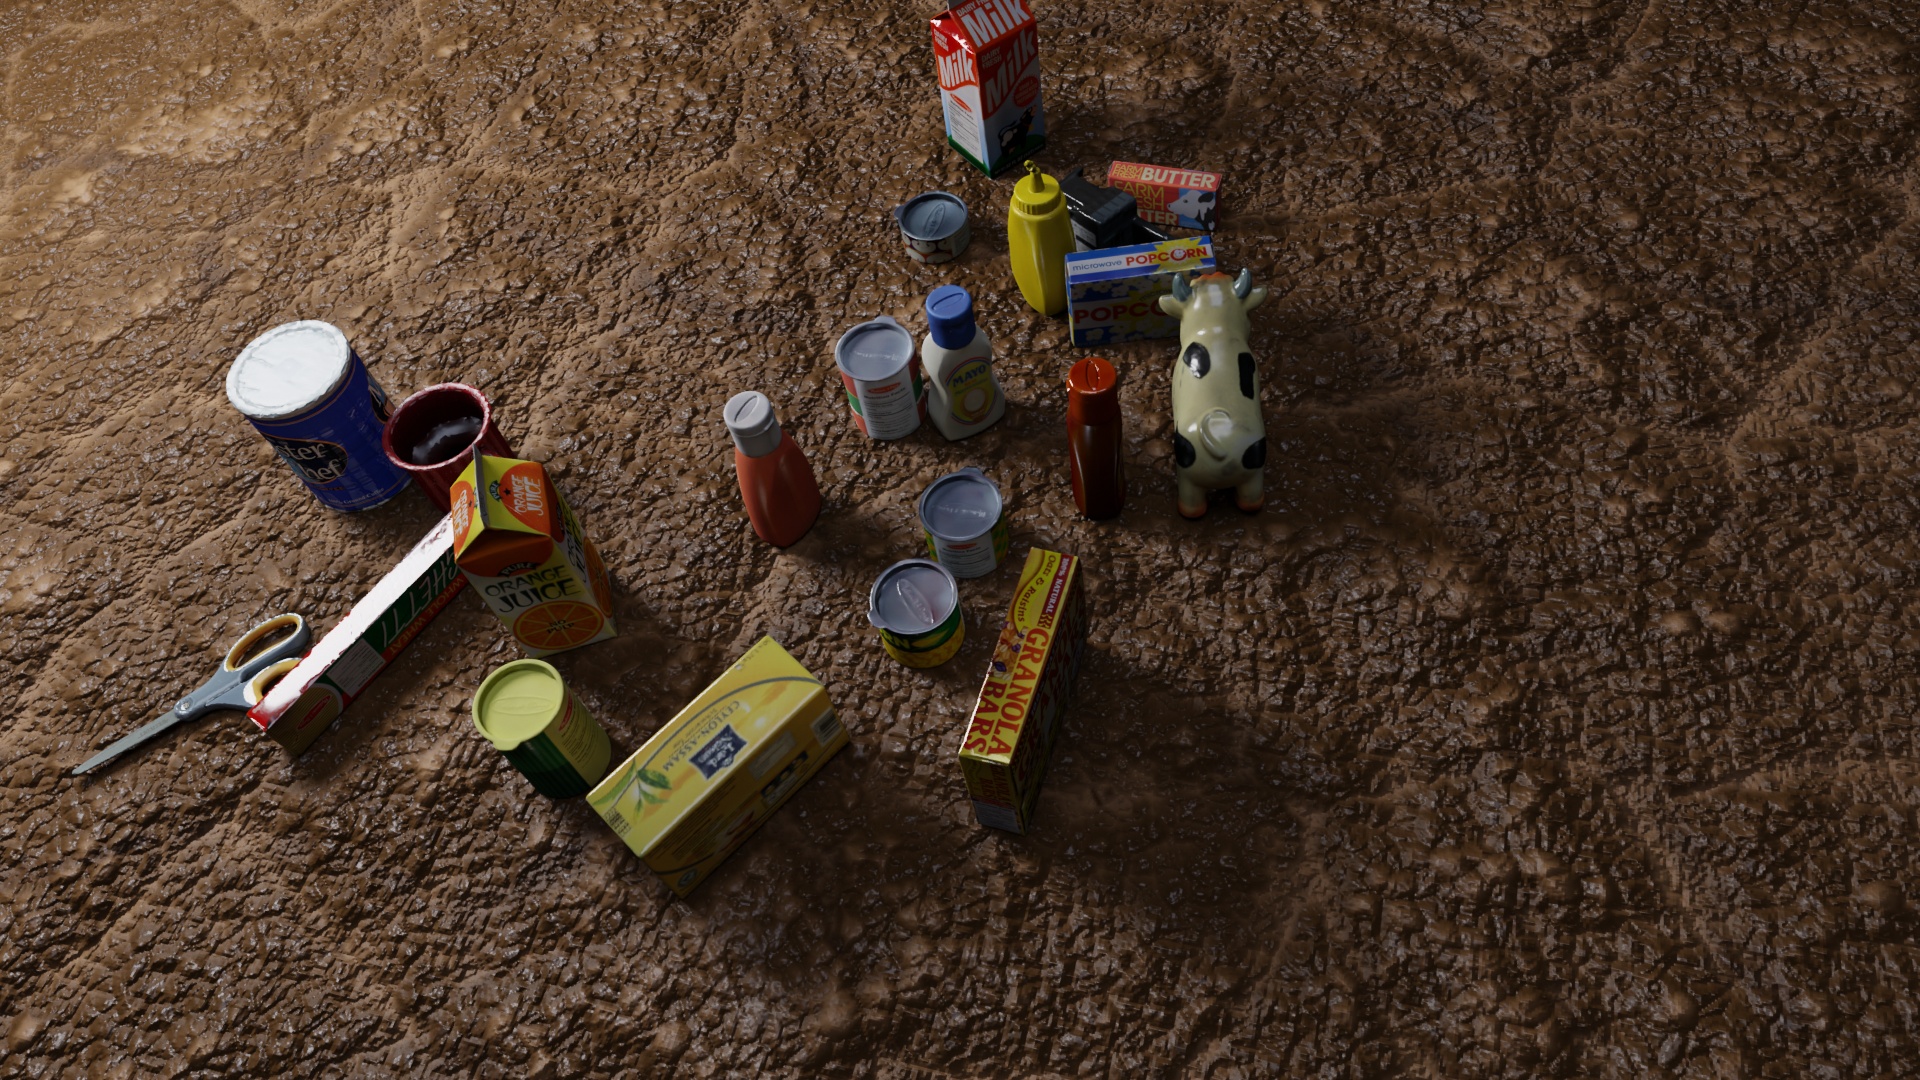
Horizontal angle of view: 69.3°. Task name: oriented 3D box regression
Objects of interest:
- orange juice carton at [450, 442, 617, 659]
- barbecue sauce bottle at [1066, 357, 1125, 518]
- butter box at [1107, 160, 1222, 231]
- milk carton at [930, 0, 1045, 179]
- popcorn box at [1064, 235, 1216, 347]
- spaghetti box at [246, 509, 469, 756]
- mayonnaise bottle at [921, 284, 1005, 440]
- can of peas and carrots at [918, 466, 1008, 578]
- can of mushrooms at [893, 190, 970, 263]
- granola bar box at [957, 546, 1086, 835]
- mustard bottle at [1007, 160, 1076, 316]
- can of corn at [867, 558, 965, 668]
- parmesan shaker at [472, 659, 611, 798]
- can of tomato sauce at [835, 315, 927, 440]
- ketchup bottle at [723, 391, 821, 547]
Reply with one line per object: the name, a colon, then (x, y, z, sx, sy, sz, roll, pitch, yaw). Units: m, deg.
orange juice carton: (-0.329, 0.008, 1.055, 0.073, 0.191, 0.072, -16, 56, -3)
barbecue sauce bottle: (0.105, -0.081, 1.080, 0.044, 0.147, 0.065, -5, 56, 5)
butter box: (0.189, -0.318, 1.284, 0.103, 0.053, 0.024, 12, 59, 15)
milk carton: (0.026, -0.445, 1.309, 0.072, 0.189, 0.073, -35, 59, -14)
popcorn box: (0.155, -0.214, 1.200, 0.127, 0.084, 0.038, -6, 56, 4)
spaghetti box: (-0.461, 0.063, 1.123, 0.029, 0.050, 0.251, 27, 64, 23)
mayonnaise bottle: (-0.001, -0.145, 1.138, 0.065, 0.147, 0.041, -27, 57, -10)
can of peas and carrots: (0.004, -0.014, 1.103, 0.071, 0.058, 0.071, -4, 56, 6)
can of mushrooms: (-0.026, -0.296, 1.311, 0.071, 0.033, 0.071, -4, 56, 6)
granola bar box: (0.049, 0.107, 0.977, 0.039, 0.123, 0.166, 12, 59, 16)
mustard bottle: (0.071, -0.267, 1.201, 0.049, 0.159, 0.065, -31, 58, -12)
can of corn: (-0.034, 0.058, 1.061, 0.071, 0.058, 0.071, -4, 56, 6)
parmesan shaker: (-0.305, 0.142, 1.016, 0.071, 0.102, 0.071, -4, 56, 6)
can of tomato sauce: (-0.066, -0.137, 1.181, 0.071, 0.082, 0.071, -4, 56, 6)
ketchup bottle: (-0.150, -0.058, 1.101, 0.043, 0.148, 0.065, 22, 63, 21)
